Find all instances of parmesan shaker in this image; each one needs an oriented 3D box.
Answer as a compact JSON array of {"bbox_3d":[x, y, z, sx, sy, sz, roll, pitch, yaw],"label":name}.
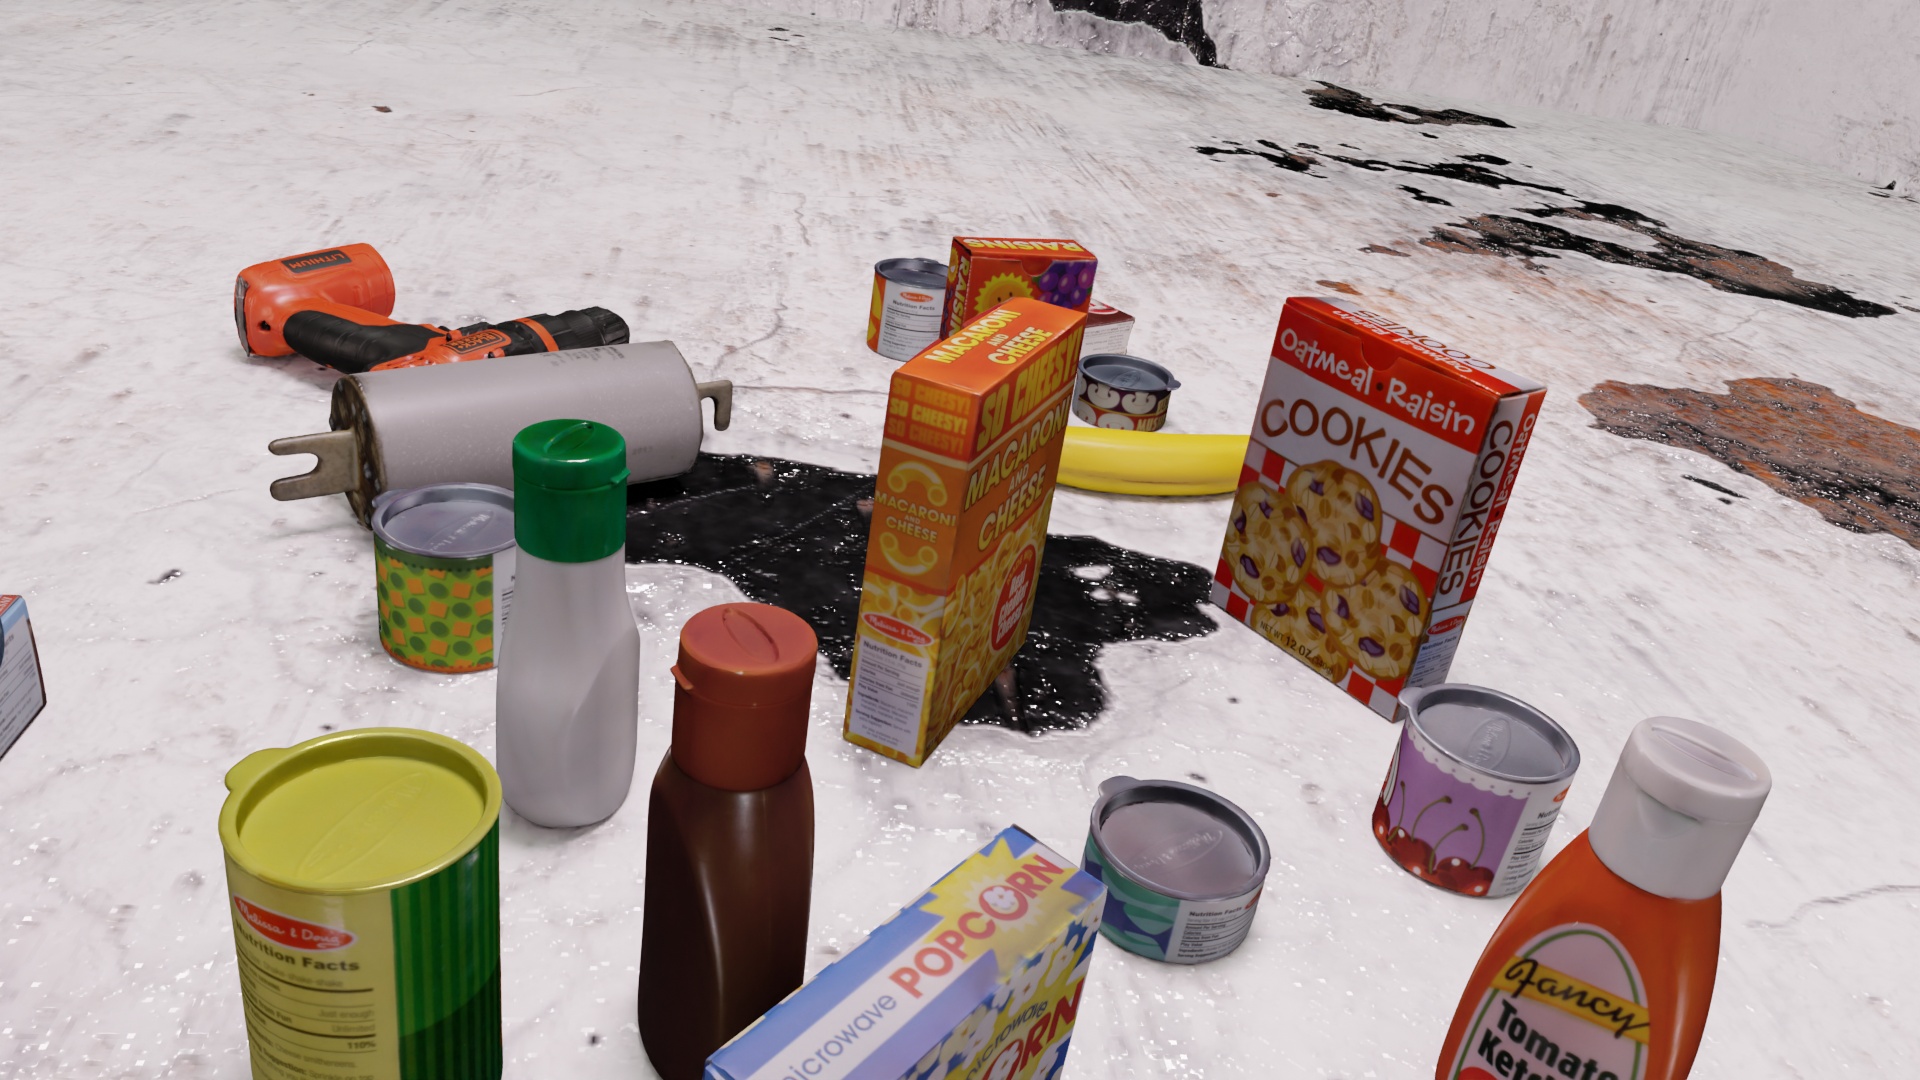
[{"bbox_3d":[-0.161,0.111,0.377,0.071,0.102,0.071,7,27,-4],"label":"parmesan shaker"}]

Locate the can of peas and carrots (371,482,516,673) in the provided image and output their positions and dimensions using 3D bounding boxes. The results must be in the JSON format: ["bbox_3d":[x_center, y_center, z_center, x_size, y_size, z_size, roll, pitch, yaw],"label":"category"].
[{"bbox_3d":[-0.217,0.015,0.594,0.071,0.058,0.071,7,27,-4],"label":"can of peas and carrots"}]

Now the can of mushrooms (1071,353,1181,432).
[{"bbox_3d":[0.112,-0.100,0.941,0.071,0.033,0.071,7,27,-4],"label":"can of mushrooms"}]

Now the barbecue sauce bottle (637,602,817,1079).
[{"bbox_3d":[-0.066,0.090,0.397,0.044,0.147,0.065,-9,32,-31],"label":"barbecue sauce bottle"}]

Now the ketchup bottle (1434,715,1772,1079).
[{"bbox_3d":[0.192,0.122,0.411,0.065,0.148,0.044,29,33,35],"label":"ketchup bottle"}]

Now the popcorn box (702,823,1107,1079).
[{"bbox_3d":[-0.015,0.145,0.375,0.038,0.084,0.127,25,31,29],"label":"popcorn box"}]

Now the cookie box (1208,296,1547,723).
[{"bbox_3d":[0.190,-0.018,0.660,0.040,0.166,0.123,-12,33,-35],"label":"cookie box"}]

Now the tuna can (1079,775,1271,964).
[{"bbox_3d":[0.075,0.119,0.509,0.071,0.032,0.071,7,27,-4],"label":"tuna can"}]

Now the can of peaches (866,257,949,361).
[{"bbox_3d":[-0.032,-0.167,1.001,0.071,0.057,0.071,7,27,-4],"label":"can of peaches"}]

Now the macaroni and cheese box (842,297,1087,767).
[{"bbox_3d":[0.002,-0.007,0.585,0.040,0.165,0.124,18,28,17],"label":"macaroni and cheese box"}]

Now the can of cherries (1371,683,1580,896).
[{"bbox_3d":[0.204,0.098,0.559,0.071,0.058,0.072,7,27,-4],"label":"can of cherries"}]

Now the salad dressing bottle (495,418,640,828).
[{"bbox_3d":[-0.138,0.031,0.490,0.044,0.147,0.064,14,27,9],"label":"salad dressing bottle"}]

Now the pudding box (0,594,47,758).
[{"bbox_3d":[-0.352,0.058,0.478,0.030,0.049,0.084,4,27,-9],"label":"pudding box"}]

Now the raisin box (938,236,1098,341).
[{"bbox_3d":[0.031,-0.125,0.868,0.086,0.122,0.040,-2,29,-21],"label":"raisin box"}]
